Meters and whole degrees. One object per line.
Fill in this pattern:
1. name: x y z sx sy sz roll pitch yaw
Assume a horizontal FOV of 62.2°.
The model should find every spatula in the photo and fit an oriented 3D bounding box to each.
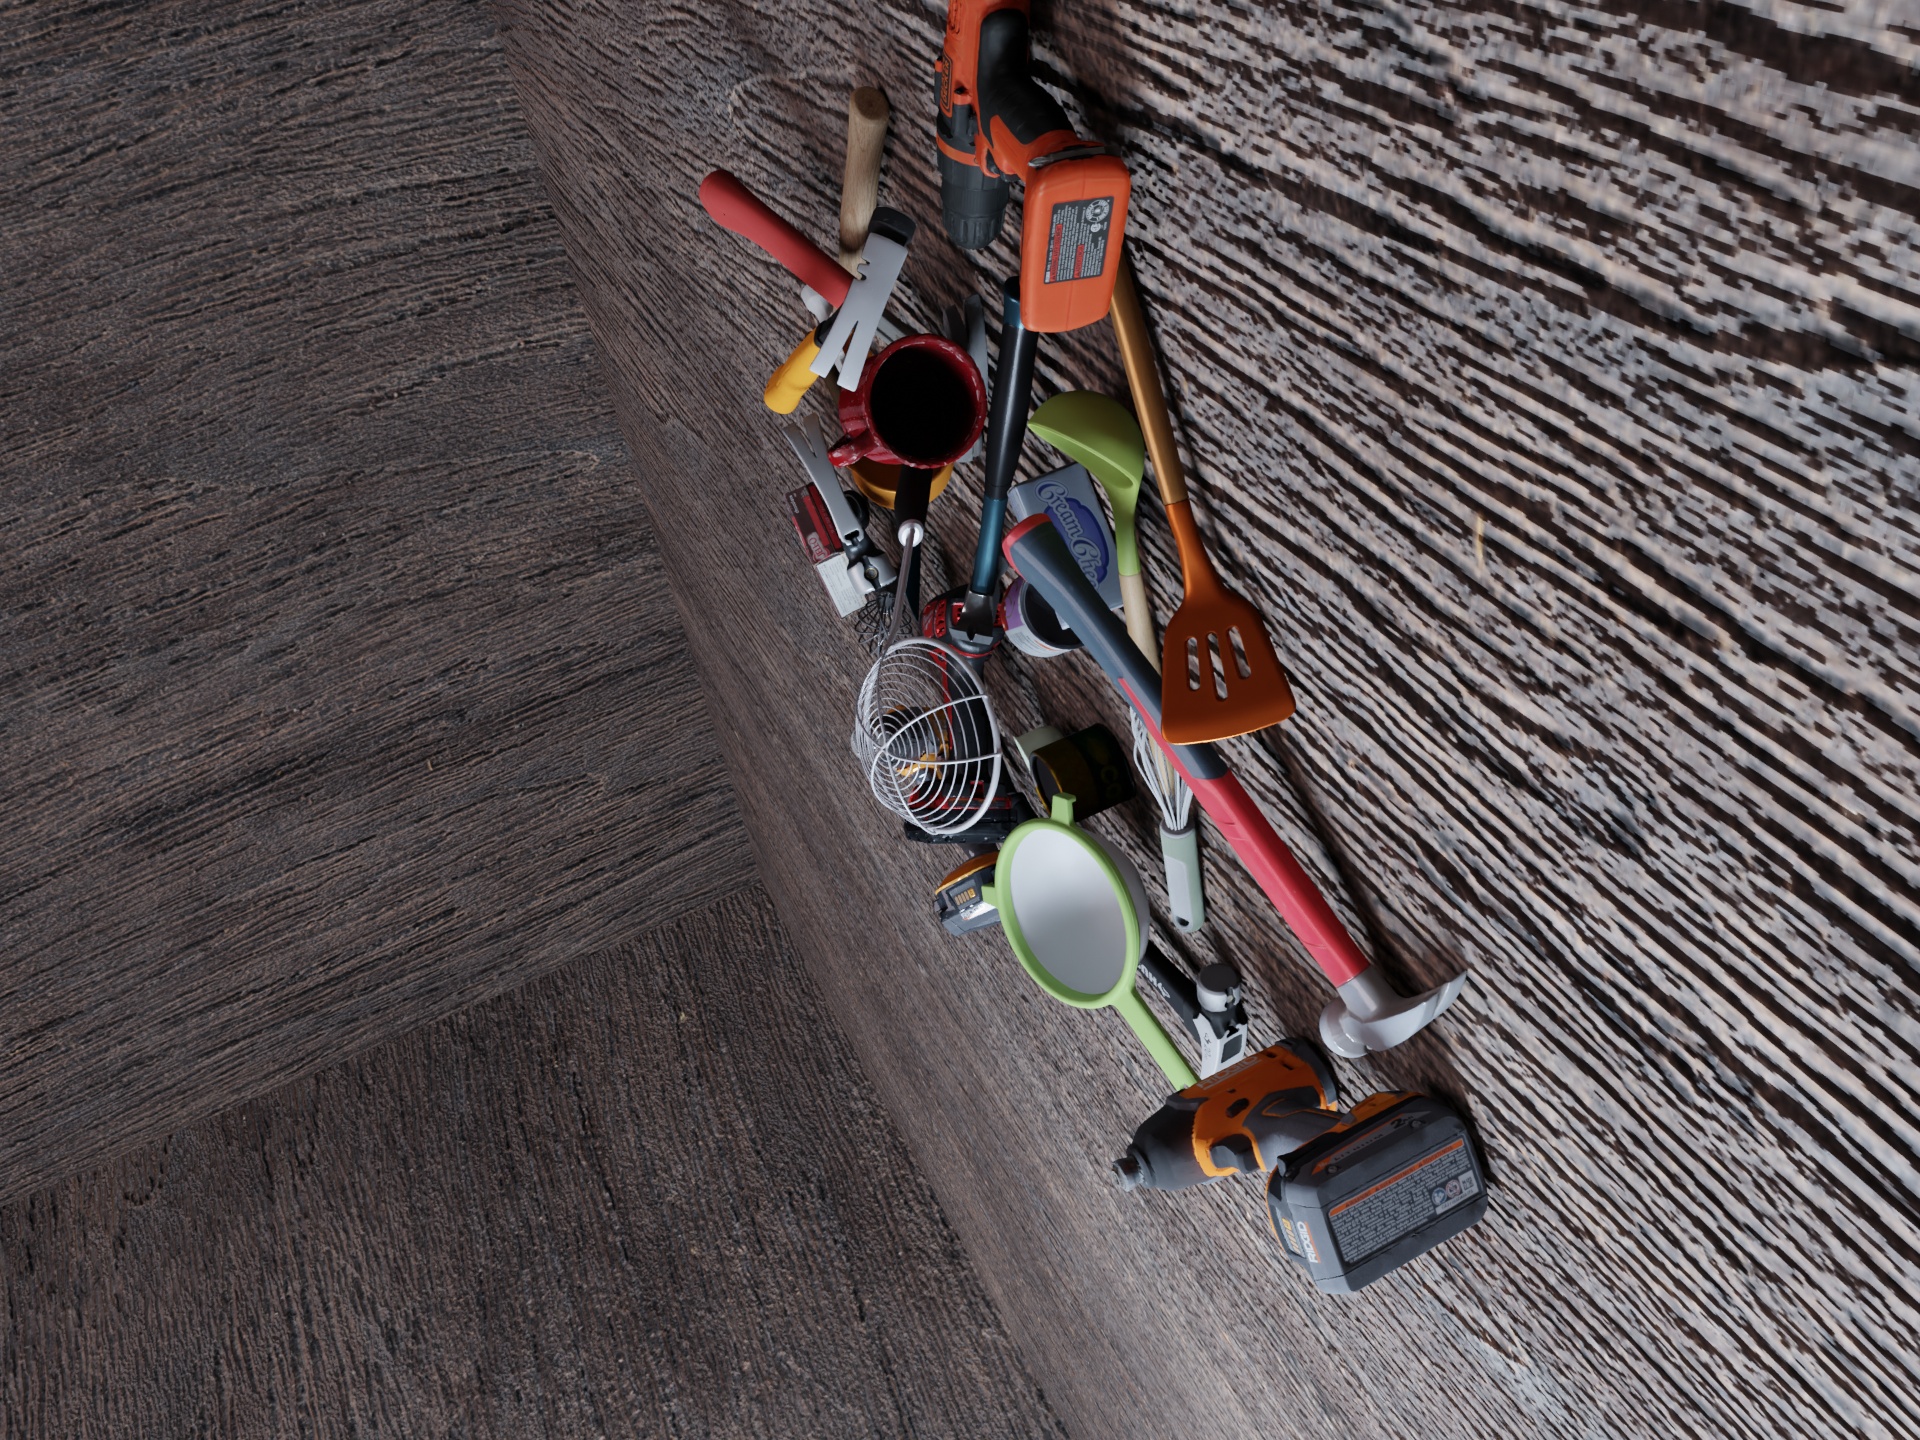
1. spatula: -0.092 -0.244 1.513 0.318 0.044 0.082 64 179 20
2. spatula: 0.116 -0.148 0.910 0.041 0.081 0.322 -33 -72 -67

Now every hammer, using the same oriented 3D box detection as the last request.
1. hammer: -0.105 -0.197 1.450 0.409 0.036 0.149 -108 -7 -82
2. hammer: 0.124 0.166 1.319 0.335 0.035 0.146 46 154 44
3. hammer: -0.100 -0.355 1.269 0.359 0.037 0.149 45 156 30
4. hammer: -0.109 -0.281 1.221 0.127 0.034 0.337 -70 15 -8
5. hammer: -0.086 -0.390 1.305 0.130 0.031 0.331 64 165 14
6. hammer: 0.150 0.025 0.954 0.386 0.038 0.143 55 162 13
7. hammer: 0.028 -0.178 1.133 0.330 0.033 0.128 98 -176 -53

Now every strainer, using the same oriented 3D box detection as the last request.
1. strainer: 0.128 0.179 1.198 0.256 0.069 0.151 54 139 19

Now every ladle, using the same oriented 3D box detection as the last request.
1. ladle: 0.106 -0.071 1.044 0.078 0.062 0.319 34 147 48

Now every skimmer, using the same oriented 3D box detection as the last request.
1. skimmer: -0.014 -0.082 1.114 0.127 0.090 0.364 -54 21 40

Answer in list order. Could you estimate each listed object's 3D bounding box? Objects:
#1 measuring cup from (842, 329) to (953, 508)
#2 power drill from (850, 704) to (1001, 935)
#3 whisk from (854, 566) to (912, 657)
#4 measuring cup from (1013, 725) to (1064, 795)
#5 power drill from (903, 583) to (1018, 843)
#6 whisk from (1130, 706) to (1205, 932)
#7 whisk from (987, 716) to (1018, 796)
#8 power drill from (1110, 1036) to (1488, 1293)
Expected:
1. measuring cup: -0.065 -0.254 1.322 0.052 0.095 0.174 84 163 -71
2. power drill: -0.017 0.088 1.523 0.226 0.084 0.185 65 -158 12
3. whisk: -0.069 -0.111 1.521 0.239 0.055 0.055 -90 -17 -71
4. measuring cup: 0.085 0.052 1.356 0.083 0.038 0.167 62 -179 17
5. power drill: -0.002 -0.004 1.384 0.143 0.078 0.220 173 98 -75
6. whisk: 0.151 0.068 1.110 0.058 0.059 0.246 22 144 32
7. whisk: 0.050 0.090 1.478 0.073 0.073 0.296 93 158 -58
8. power drill: 0.201 0.276 1.001 0.084 0.164 0.226 70 163 -7
